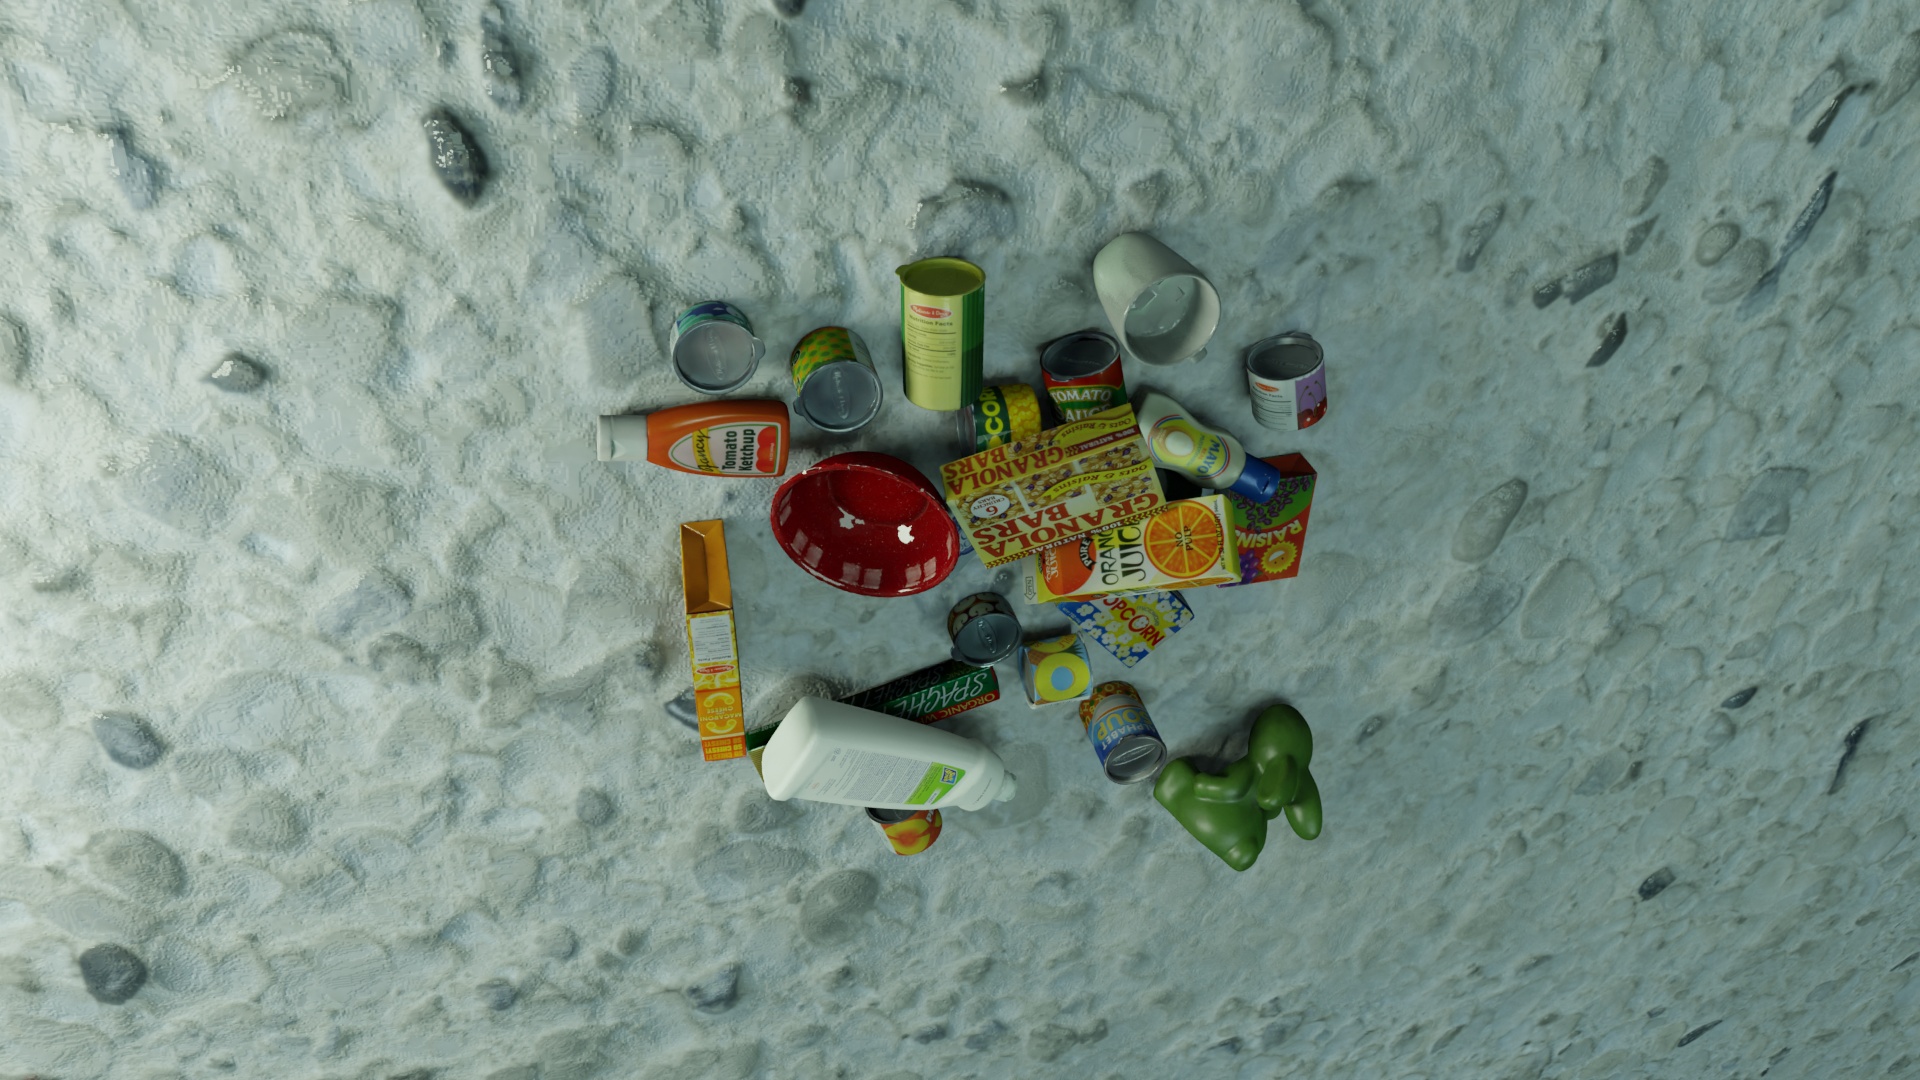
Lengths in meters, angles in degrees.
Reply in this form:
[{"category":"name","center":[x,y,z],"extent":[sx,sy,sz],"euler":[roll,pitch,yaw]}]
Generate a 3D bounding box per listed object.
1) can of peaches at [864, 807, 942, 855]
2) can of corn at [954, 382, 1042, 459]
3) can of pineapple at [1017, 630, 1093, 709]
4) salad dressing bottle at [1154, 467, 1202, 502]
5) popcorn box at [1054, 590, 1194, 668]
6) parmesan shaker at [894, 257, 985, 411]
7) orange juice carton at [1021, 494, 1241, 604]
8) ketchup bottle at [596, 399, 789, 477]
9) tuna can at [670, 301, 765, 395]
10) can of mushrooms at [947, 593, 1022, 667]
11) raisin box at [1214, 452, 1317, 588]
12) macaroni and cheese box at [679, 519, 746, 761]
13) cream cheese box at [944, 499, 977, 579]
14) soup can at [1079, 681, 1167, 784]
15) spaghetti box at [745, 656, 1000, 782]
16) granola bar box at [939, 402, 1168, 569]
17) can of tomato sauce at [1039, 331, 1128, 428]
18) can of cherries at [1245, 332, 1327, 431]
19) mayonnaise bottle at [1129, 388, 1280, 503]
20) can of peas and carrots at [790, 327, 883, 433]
[{"category":"can of peaches","center":[-0.055,0.276,1.409],"extent":[0.071,0.071,0.057],"euler":[-22,129,-1]},{"category":"can of corn","center":[0.032,-0.098,1.156],"extent":[0.058,0.071,0.070],"euler":[-8,128,-13]},{"category":"can of pineapple","center":[0.091,0.125,1.344],"extent":[0.058,0.071,0.070],"euler":[-10,128,-10]},{"category":"salad dressing bottle","center":[0.144,-0.051,1.244],"extent":[0.148,0.044,0.064],"euler":[5,131,-22]},{"category":"popcorn box","center":[0.155,0.059,1.331],"extent":[0.085,0.038,0.126],"euler":[-40,127,14]},{"category":"parmesan shaker","center":[-0.016,-0.163,1.096],"extent":[0.071,0.071,0.102],"euler":[-8,128,-11]},{"category":"orange juice carton","center":[0.147,0.011,1.233],"extent":[0.192,0.072,0.073],"euler":[-8,171,16]},{"category":"ketchup bottle","center":[-0.213,-0.082,1.108],"extent":[0.149,0.044,0.064],"euler":[-1,126,-16]},{"category":"tuna can","center":[-0.188,-0.149,1.071],"extent":[0.071,0.033,0.070],"euler":[-9,128,-11]},{"category":"can of mushrooms","center":[0.020,0.085,1.312],"extent":[0.071,0.033,0.070],"euler":[-9,128,-11]},{"category":"raisin box","center":[0.283,-0.017,1.315],"extent":[0.086,0.040,0.122],"euler":[-9,128,-12]},{"category":"macaroni and cheese box","center":[-0.211,0.085,1.181],"extent":[0.040,0.124,0.165],"euler":[-5,127,-10]},{"category":"cream cheese box","center":[0.004,-0.016,1.237],"extent":[0.053,0.024,0.103],"euler":[32,111,-34]},{"category":"soup can","center":[0.163,0.192,1.404],"extent":[0.071,0.084,0.071],"euler":[-9,128,-11]},{"category":"spaghetti box","center":[-0.083,0.169,1.345],"extent":[0.250,0.029,0.050],"euler":[-19,130,-3]},{"category":"granola bar box","center":[0.080,-0.043,1.156],"extent":[0.165,0.039,0.123],"euler":[-18,148,9]},{"category":"can of tomato sauce","center":[0.106,-0.121,1.161],"extent":[0.071,0.071,0.082],"euler":[-19,129,-3]},{"category":"can of cherries","center":[0.286,-0.138,1.209],"extent":[0.071,0.072,0.058],"euler":[-20,129,-2]},{"category":"mayonnaise bottle","center":[0.211,-0.078,1.222],"extent":[0.148,0.041,0.064],"euler":[24,98,-15]},{"category":"can of peas and carrots","center":[-0.101,-0.127,1.099],"extent":[0.071,0.059,0.070],"euler":[-8,127,-11]}]
